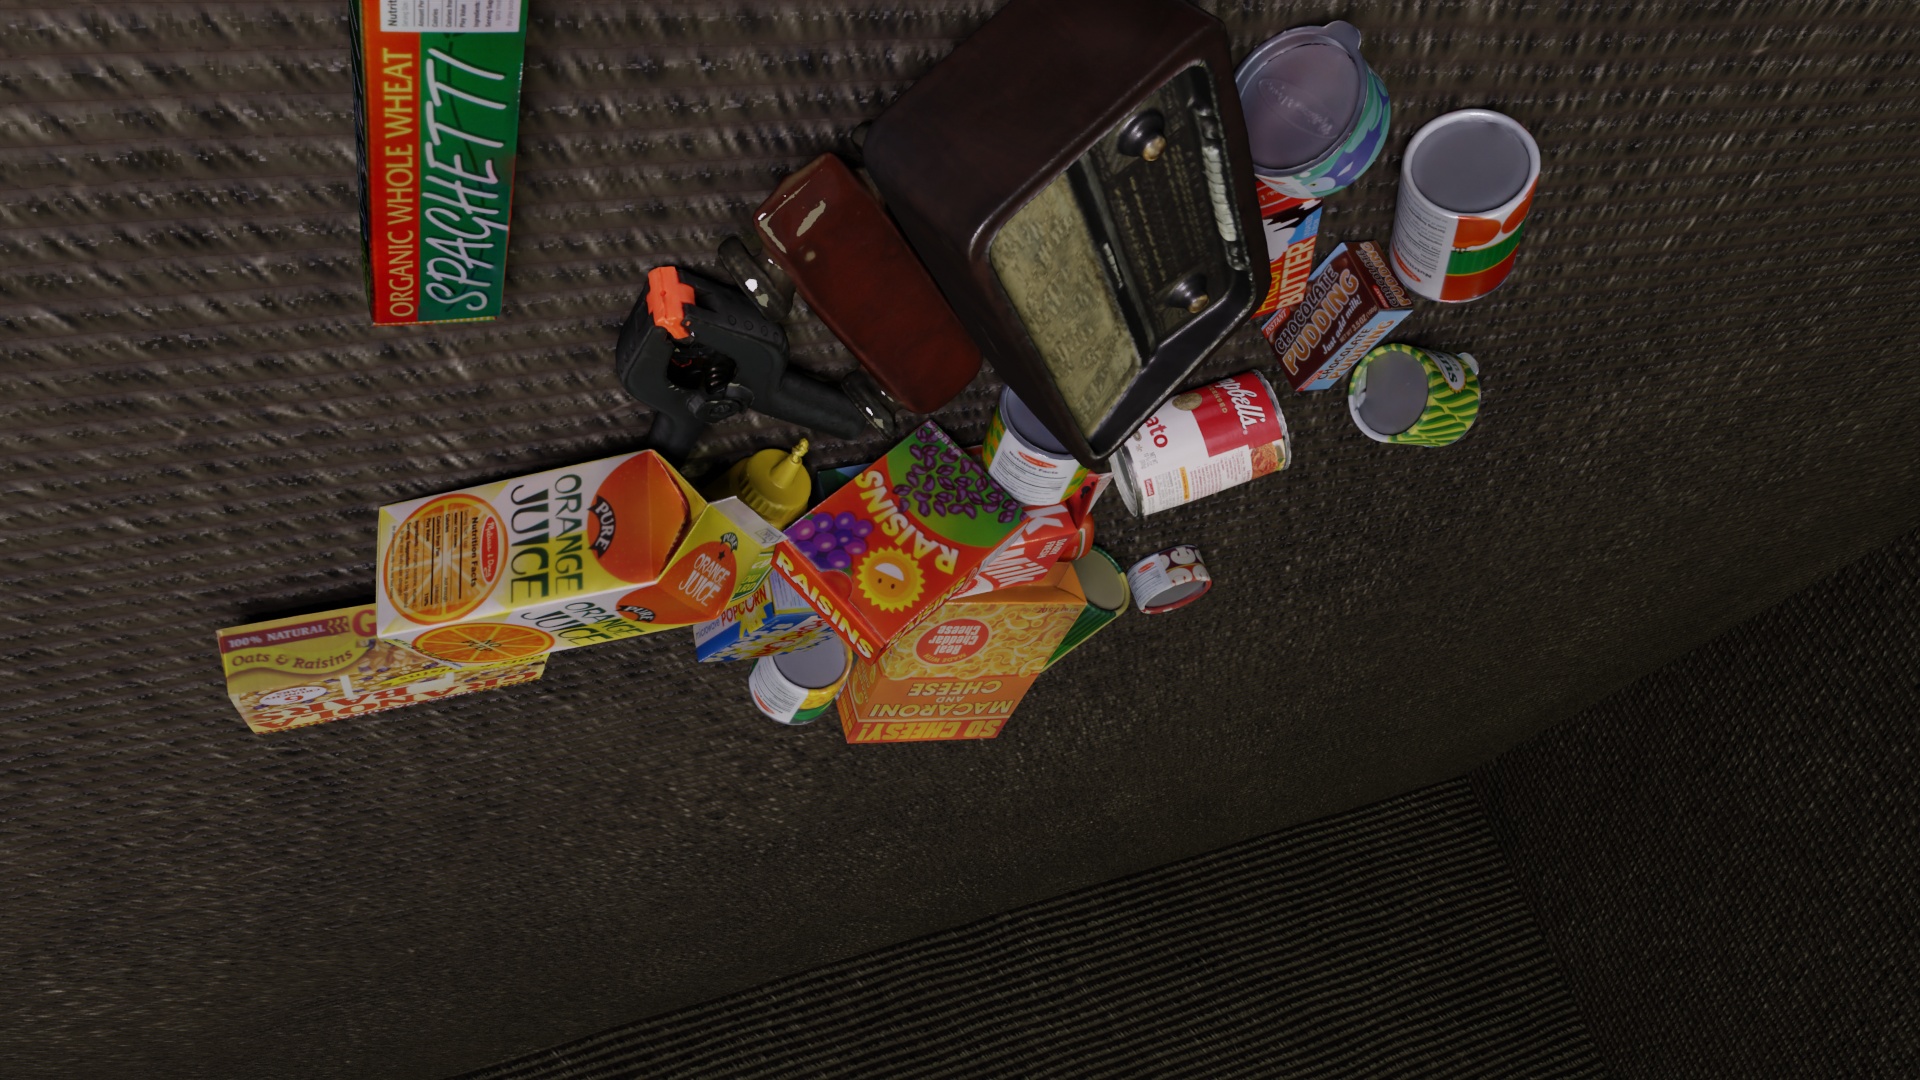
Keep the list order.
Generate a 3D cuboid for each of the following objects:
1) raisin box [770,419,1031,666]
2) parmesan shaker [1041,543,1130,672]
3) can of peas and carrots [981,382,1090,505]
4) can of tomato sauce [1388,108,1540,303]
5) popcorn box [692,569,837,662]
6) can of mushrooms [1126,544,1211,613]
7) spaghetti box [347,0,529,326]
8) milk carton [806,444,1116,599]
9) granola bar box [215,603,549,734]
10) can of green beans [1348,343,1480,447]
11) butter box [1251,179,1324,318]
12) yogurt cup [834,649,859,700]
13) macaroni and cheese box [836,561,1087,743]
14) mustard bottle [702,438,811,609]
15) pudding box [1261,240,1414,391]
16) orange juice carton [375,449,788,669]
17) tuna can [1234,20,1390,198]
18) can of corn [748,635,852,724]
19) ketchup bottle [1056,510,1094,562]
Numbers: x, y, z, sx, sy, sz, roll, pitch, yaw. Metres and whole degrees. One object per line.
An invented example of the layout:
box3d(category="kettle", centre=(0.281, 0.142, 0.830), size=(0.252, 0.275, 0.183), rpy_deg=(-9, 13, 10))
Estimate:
box3d(category="raisin box", centre=(-0.033, 0.000, 0.786), size=(0.124, 0.086, 0.040), rpy_deg=(-40, 171, -29))
box3d(category="parmesan shaker", centre=(0.077, 0.051, 1.092), size=(0.071, 0.071, 0.102), rpy_deg=(0, 150, -40))
box3d(category="can of peas and carrots", centre=(0.050, -0.063, 0.802), size=(0.071, 0.071, 0.058), rpy_deg=(-13, 157, -17))
box3d(category="can of tomato sauce", centre=(0.261, -0.174, 0.720), size=(0.071, 0.071, 0.083), rpy_deg=(-22, 157, 4))
box3d(category="popcorn box", centre=(-0.115, 0.046, 0.920), size=(0.085, 0.038, 0.126), rpy_deg=(-3, 164, -34))
box3d(category="can of mushrooms", centre=(0.178, 0.033, 1.173), size=(0.071, 0.033, 0.070), rpy_deg=(-17, 157, -7))
box3d(category="spaghetti box", centre=(-0.170, -0.154, 0.450), size=(0.050, 0.029, 0.248), rpy_deg=(-9, 155, -26))
box3d(category="milk carton", centre=(0.003, -0.011, 0.869), size=(0.191, 0.073, 0.072), rpy_deg=(-10, 157, -23))
box3d(category="granola bar box", centre=(-0.322, 0.067, 0.794), size=(0.166, 0.039, 0.123), rpy_deg=(-10, 167, -23))
box3d(category="can of green beans", centre=(0.304, -0.097, 0.933), size=(0.058, 0.071, 0.071), rpy_deg=(1, 150, -40))
box3d(category="butter box", centre=(0.159, -0.153, 0.735), size=(0.053, 0.024, 0.103), rpy_deg=(-19, 158, 0))
box3d(category="yogurt cup", centre=(-0.064, 0.099, 1.085), size=(0.072, 0.072, 0.054), rpy_deg=(-29, 164, 21))
box3d(category="macaroni and cheese box", centre=(-0.003, 0.079, 0.971), size=(0.124, 0.040, 0.165), rpy_deg=(2, 139, -26))
box3d(category="mustard bottle", centre=(-0.124, -0.010, 0.795), size=(0.065, 0.049, 0.159), rpy_deg=(-5, 154, -37))
box3d(category="pudding box", centre=(0.217, -0.130, 0.806), size=(0.030, 0.050, 0.083), rpy_deg=(-8, 156, -31))
box3d(category="orange juice carton", centre=(-0.190, 0.008, 0.703), size=(0.193, 0.073, 0.071), rpy_deg=(-11, 159, 10))
box3d(category="tuna can", centre=(0.151, -0.186, 0.600), size=(0.071, 0.071, 0.033), rpy_deg=(-32, 155, 28))
box3d(category="can of corn", centre=(-0.116, 0.093, 1.022), size=(0.071, 0.071, 0.058), rpy_deg=(-8, 155, -26))
box3d(category="ketchup bottle", centre=(0.015, 0.005, 0.957), size=(0.149, 0.044, 0.064), rpy_deg=(-14, 154, -13))
